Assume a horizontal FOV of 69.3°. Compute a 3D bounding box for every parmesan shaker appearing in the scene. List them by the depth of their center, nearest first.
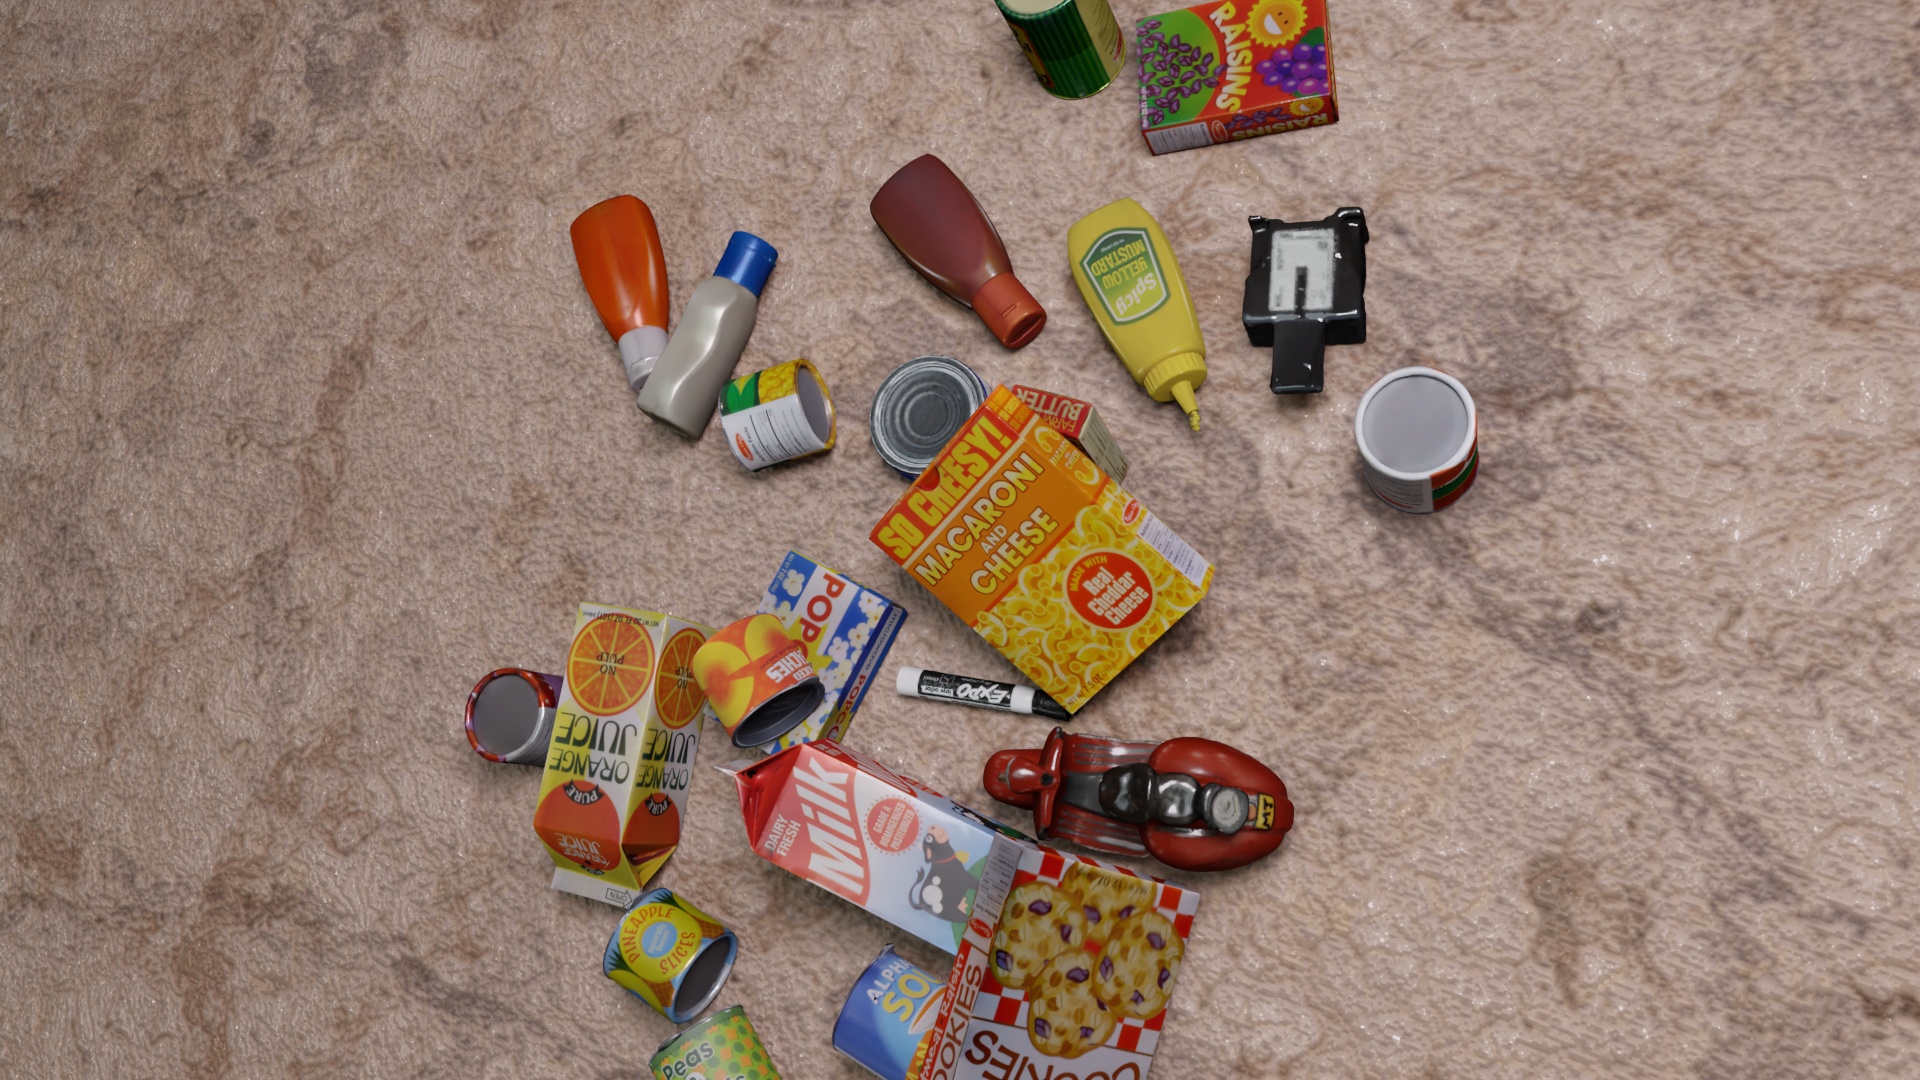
[{"bbox_3d":[0.066,-0.352,0.928,0.071,0.103,0.071,-5,76,20],"label":"parmesan shaker"}]

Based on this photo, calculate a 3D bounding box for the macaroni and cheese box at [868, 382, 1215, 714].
[{"bbox_3d":[0.046,0.007,0.821,0.166,0.040,0.123,41,122,-3],"label":"macaroni and cheese box"}]

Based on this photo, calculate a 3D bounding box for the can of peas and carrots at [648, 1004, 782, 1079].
[{"bbox_3d":[-0.152,0.332,0.862,0.071,0.071,0.059,-39,68,8],"label":"can of peas and carrots"}]

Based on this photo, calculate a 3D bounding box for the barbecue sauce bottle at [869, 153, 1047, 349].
[{"bbox_3d":[0.002,-0.194,0.946,0.065,0.043,0.149,-40,68,8],"label":"barbecue sauce bottle"}]

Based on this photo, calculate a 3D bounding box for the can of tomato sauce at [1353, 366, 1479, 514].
[{"bbox_3d":[0.263,-0.058,0.796,0.071,0.083,0.071,-5,77,19],"label":"can of tomato sauce"}]

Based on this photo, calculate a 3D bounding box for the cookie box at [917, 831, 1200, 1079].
[{"bbox_3d":[0.053,0.262,0.781,0.040,0.123,0.167,4,75,65],"label":"cookie box"}]

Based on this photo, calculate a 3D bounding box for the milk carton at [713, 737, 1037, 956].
[{"bbox_3d":[-0.056,0.176,0.840,0.191,0.072,0.073,25,87,9],"label":"milk carton"}]

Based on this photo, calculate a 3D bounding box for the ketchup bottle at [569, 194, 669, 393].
[{"bbox_3d":[-0.246,-0.181,1.034,0.064,0.043,0.149,-24,71,15],"label":"ketchup bottle"}]

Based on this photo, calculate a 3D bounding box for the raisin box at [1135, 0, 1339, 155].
[{"bbox_3d":[0.180,-0.308,0.910,0.123,0.040,0.086,-6,75,20],"label":"raisin box"}]

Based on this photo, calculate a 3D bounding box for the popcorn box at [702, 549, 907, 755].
[{"bbox_3d":[-0.102,0.080,0.921,0.085,0.038,0.126,27,88,23],"label":"popcorn box"}]

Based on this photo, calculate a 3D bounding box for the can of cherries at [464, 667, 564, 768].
[{"bbox_3d":[-0.305,0.124,0.975,0.071,0.058,0.071,-4,76,19],"label":"can of cherries"}]

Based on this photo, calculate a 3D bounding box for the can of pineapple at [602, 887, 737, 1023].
[{"bbox_3d":[-0.186,0.265,0.891,0.058,0.071,0.071,25,87,23],"label":"can of pineapple"}]

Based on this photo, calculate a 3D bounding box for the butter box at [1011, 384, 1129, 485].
[{"bbox_3d":[0.066,-0.062,0.858,0.053,0.103,0.024,17,80,24],"label":"butter box"}]

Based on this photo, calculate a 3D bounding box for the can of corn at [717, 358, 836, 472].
[{"bbox_3d":[-0.125,-0.088,0.957,0.058,0.071,0.071,-16,73,16],"label":"can of corn"}]

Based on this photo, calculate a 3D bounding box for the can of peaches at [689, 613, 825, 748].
[{"bbox_3d":[-0.126,0.086,0.870,0.071,0.071,0.058,-40,67,8],"label":"can of peaches"}]

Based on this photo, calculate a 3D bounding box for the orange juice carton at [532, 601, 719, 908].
[{"bbox_3d":[-0.227,0.144,0.933,0.072,0.073,0.193,6,80,21],"label":"orange juice carton"}]

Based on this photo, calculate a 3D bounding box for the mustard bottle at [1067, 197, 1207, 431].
[{"bbox_3d":[0.121,-0.141,0.886,0.065,0.049,0.160,-27,69,14],"label":"mustard bottle"}]

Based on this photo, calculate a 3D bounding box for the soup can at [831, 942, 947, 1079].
[{"bbox_3d":[-0.023,0.292,0.826,0.084,0.071,0.071,24,87,23],"label":"soup can"}]

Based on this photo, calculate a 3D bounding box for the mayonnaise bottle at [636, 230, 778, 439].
[{"bbox_3d":[-0.178,-0.148,0.993,0.041,0.064,0.148,22,82,16],"label":"mayonnaise bottle"}]
